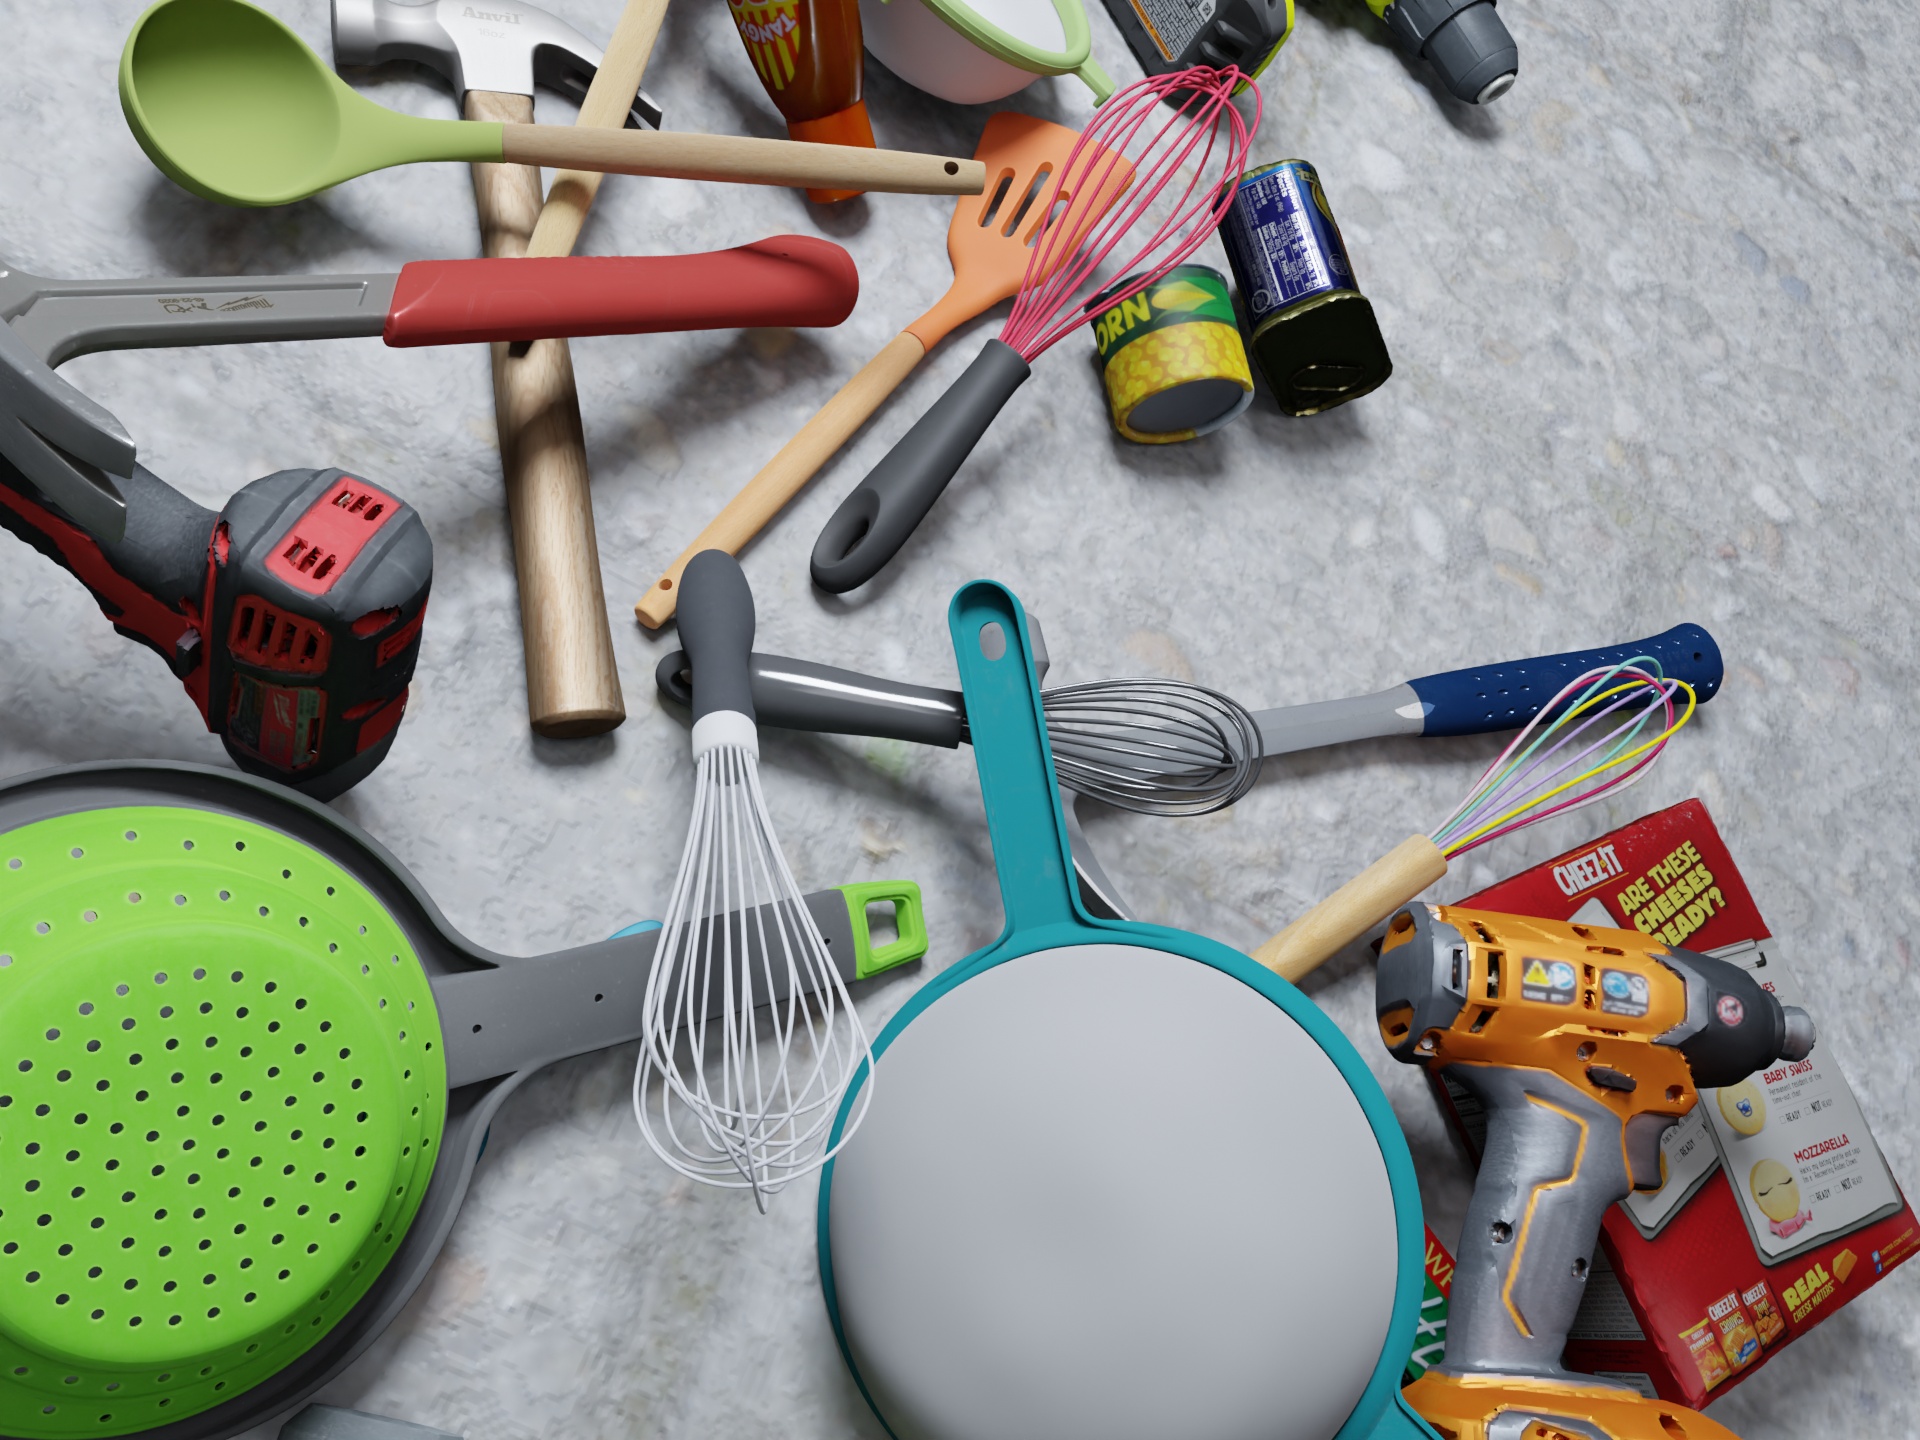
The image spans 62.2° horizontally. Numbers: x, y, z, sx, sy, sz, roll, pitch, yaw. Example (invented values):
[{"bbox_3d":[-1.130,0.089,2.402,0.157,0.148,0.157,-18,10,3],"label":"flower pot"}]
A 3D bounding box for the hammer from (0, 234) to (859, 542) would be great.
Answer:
[{"bbox_3d":[-0.157,-0.141,0.551,0.149,0.036,0.359,42,35,21],"label":"hammer"}]

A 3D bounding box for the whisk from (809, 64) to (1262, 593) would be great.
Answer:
[{"bbox_3d":[0.032,-0.170,0.682,0.073,0.073,0.296,39,82,-5],"label":"whisk"}]

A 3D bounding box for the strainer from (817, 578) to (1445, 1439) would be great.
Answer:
[{"bbox_3d":[0.029,0.106,0.525,0.211,0.095,0.340,-13,77,12],"label":"strainer"}]

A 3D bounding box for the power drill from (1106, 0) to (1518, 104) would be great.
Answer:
[{"bbox_3d":[0.196,-0.411,0.872,0.228,0.080,0.190,-23,80,-31],"label":"power drill"}]

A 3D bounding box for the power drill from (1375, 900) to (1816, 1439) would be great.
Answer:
[{"bbox_3d":[0.237,0.187,0.584,0.164,0.084,0.227,7,72,-2],"label":"power drill"}]

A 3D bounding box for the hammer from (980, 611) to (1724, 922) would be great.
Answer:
[{"bbox_3d":[0.201,0.002,0.736,0.405,0.035,0.144,-8,73,-25],"label":"hammer"}]

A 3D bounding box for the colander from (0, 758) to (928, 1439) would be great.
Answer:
[{"bbox_3d":[-0.154,0.099,0.481,0.397,0.094,0.204,-9,90,-36],"label":"colander"}]

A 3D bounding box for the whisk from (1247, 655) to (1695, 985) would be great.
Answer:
[{"bbox_3d":[0.223,0.046,0.691,0.245,0.051,0.047,-33,52,-12],"label":"whisk"}]

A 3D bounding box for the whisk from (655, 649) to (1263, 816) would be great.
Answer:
[{"bbox_3d":[-0.001,-0.003,0.620,0.239,0.055,0.055,8,66,0],"label":"whisk"}]

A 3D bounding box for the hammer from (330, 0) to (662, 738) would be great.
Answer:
[{"bbox_3d":[-0.172,-0.152,0.642,0.130,0.031,0.331,-5,73,-24],"label":"hammer"}]

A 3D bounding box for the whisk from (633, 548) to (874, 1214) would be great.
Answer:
[{"bbox_3d":[-0.076,0.032,0.527,0.070,0.070,0.285,9,39,-19],"label":"whisk"}]

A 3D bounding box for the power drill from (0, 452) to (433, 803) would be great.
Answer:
[{"bbox_3d":[-0.278,-0.051,0.503,0.219,0.143,0.079,27,48,-5],"label":"power drill"}]

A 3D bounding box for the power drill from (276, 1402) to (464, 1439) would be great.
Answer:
[{"bbox_3d":[-0.114,0.313,0.463,0.223,0.080,0.171,18,65,-12],"label":"power drill"}]

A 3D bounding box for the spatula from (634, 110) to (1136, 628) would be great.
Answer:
[{"bbox_3d":[-0.036,-0.157,0.695,0.081,0.041,0.323,29,61,17],"label":"spatula"}]

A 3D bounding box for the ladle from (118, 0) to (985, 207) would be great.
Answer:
[{"bbox_3d":[-0.148,-0.224,0.606,0.320,0.062,0.078,3,82,-6],"label":"ladle"}]

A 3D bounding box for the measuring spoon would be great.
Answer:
[{"bbox_3d":[-0.150,0.111,0.553,0.042,0.021,0.128,48,62,0],"label":"measuring spoon"}]

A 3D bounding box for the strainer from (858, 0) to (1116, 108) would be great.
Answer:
[{"bbox_3d":[-0.031,-0.389,0.775,0.151,0.069,0.257,5,55,-43],"label":"strainer"}]

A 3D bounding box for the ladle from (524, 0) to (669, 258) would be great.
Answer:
[{"bbox_3d":[-0.136,-0.291,0.675,0.069,0.031,0.316,25,65,-24],"label":"ladle"}]
